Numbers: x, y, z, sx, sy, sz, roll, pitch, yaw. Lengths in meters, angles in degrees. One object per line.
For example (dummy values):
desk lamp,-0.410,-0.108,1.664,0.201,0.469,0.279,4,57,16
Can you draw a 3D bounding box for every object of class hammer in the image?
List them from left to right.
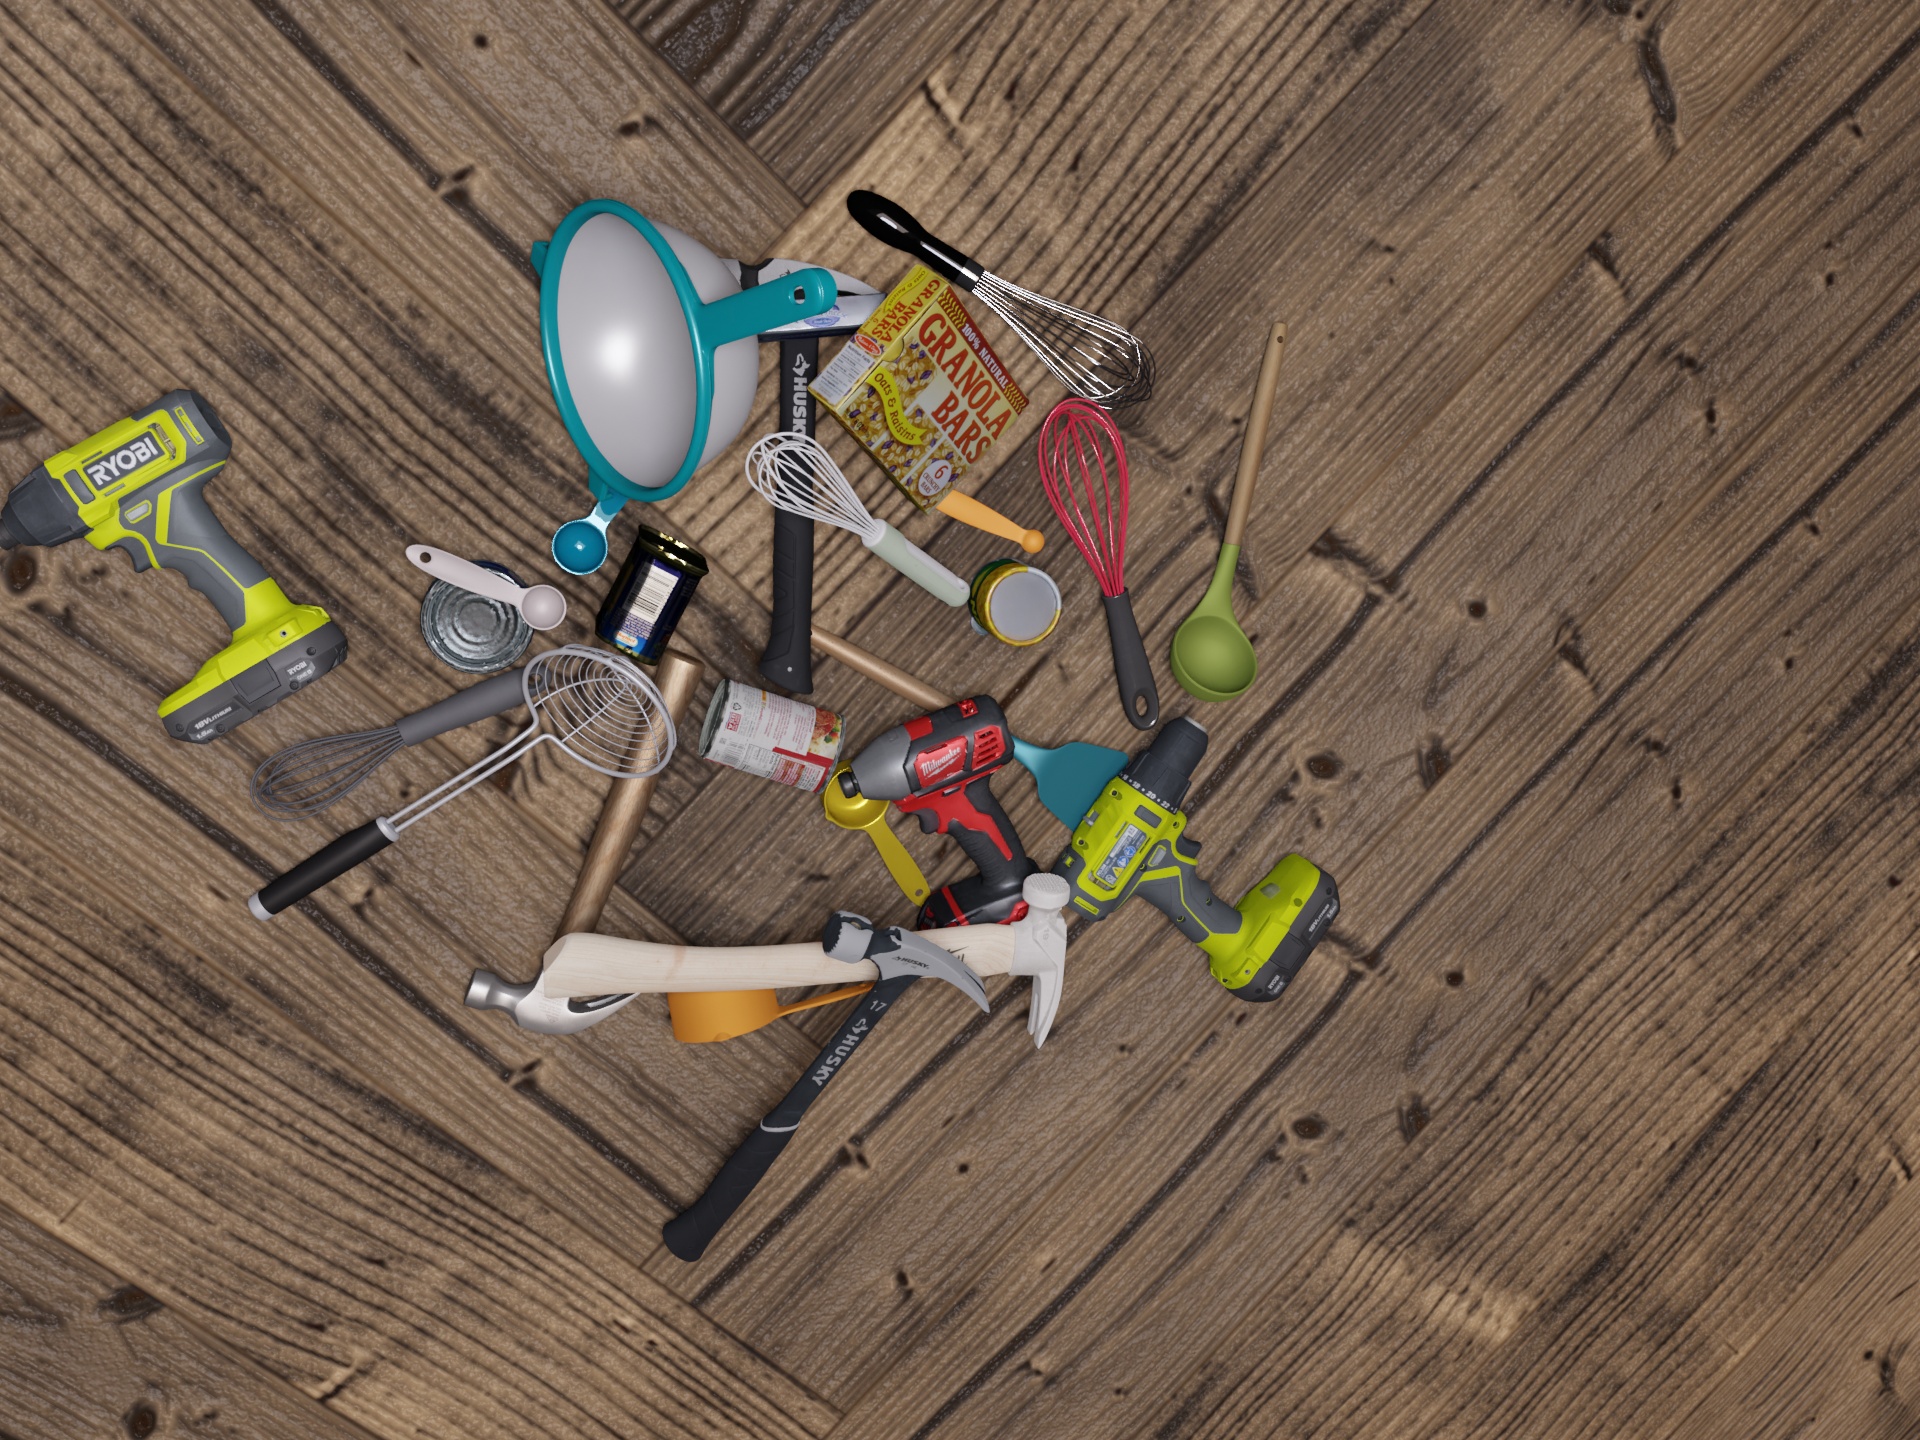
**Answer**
hammer,-0.280,0.101,1.283,0.130,0.031,0.331,22,96,-16
hammer,-0.131,0.312,1.283,0.149,0.036,0.408,22,121,-26
hammer,-0.124,-0.186,1.245,0.146,0.035,0.334,0,99,-13
hammer,-0.116,0.200,1.253,0.410,0.038,0.146,-1,110,-14

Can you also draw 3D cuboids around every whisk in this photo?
whisk,-0.426,0.013,1.222,0.239,0.055,0.055,-25,107,-11
whisk,-0.072,-0.150,1.228,0.059,0.058,0.246,-37,137,20
whisk,0.034,-0.332,1.249,0.284,0.070,0.070,30,94,-13
whisk,0.122,-0.124,1.317,0.073,0.073,0.295,-20,113,-8

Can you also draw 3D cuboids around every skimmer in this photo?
skimmer,-0.386,0.063,1.208,0.363,0.090,0.127,-32,118,0

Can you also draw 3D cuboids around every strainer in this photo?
strainer,-0.168,-0.270,1.103,0.095,0.340,0.211,-21,104,-40

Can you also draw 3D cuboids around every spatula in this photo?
spatula,-0.002,-0.004,1.331,0.317,0.044,0.082,29,96,-13

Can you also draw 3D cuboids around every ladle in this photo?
ladle,0.238,-0.173,1.331,0.078,0.062,0.320,10,97,-15

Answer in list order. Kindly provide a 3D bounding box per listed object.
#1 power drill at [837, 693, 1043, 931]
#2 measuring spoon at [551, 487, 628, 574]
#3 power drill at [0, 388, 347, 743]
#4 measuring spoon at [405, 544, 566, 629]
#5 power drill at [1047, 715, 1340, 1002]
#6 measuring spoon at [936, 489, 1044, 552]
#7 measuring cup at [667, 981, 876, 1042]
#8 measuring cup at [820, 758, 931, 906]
power drill,-0.008,0.096,1.303,0.143,0.079,0.219,-21,116,-8
measuring spoon,-0.272,-0.170,1.236,0.042,0.021,0.128,35,84,-18
power drill,-0.568,-0.102,1.150,0.171,0.080,0.223,-31,104,-6
measuring spoon,-0.355,-0.104,1.194,0.124,0.018,0.034,23,96,-10
power drill,0.212,0.123,1.381,0.228,0.080,0.190,34,93,-15
measuring spoon,0.018,-0.166,1.303,0.116,0.011,0.021,24,96,-17
measuring cup,-0.155,0.215,1.301,0.173,0.095,0.052,-13,96,-2
measuring cup,-0.067,0.096,1.341,0.062,0.029,0.156,-33,119,-6
